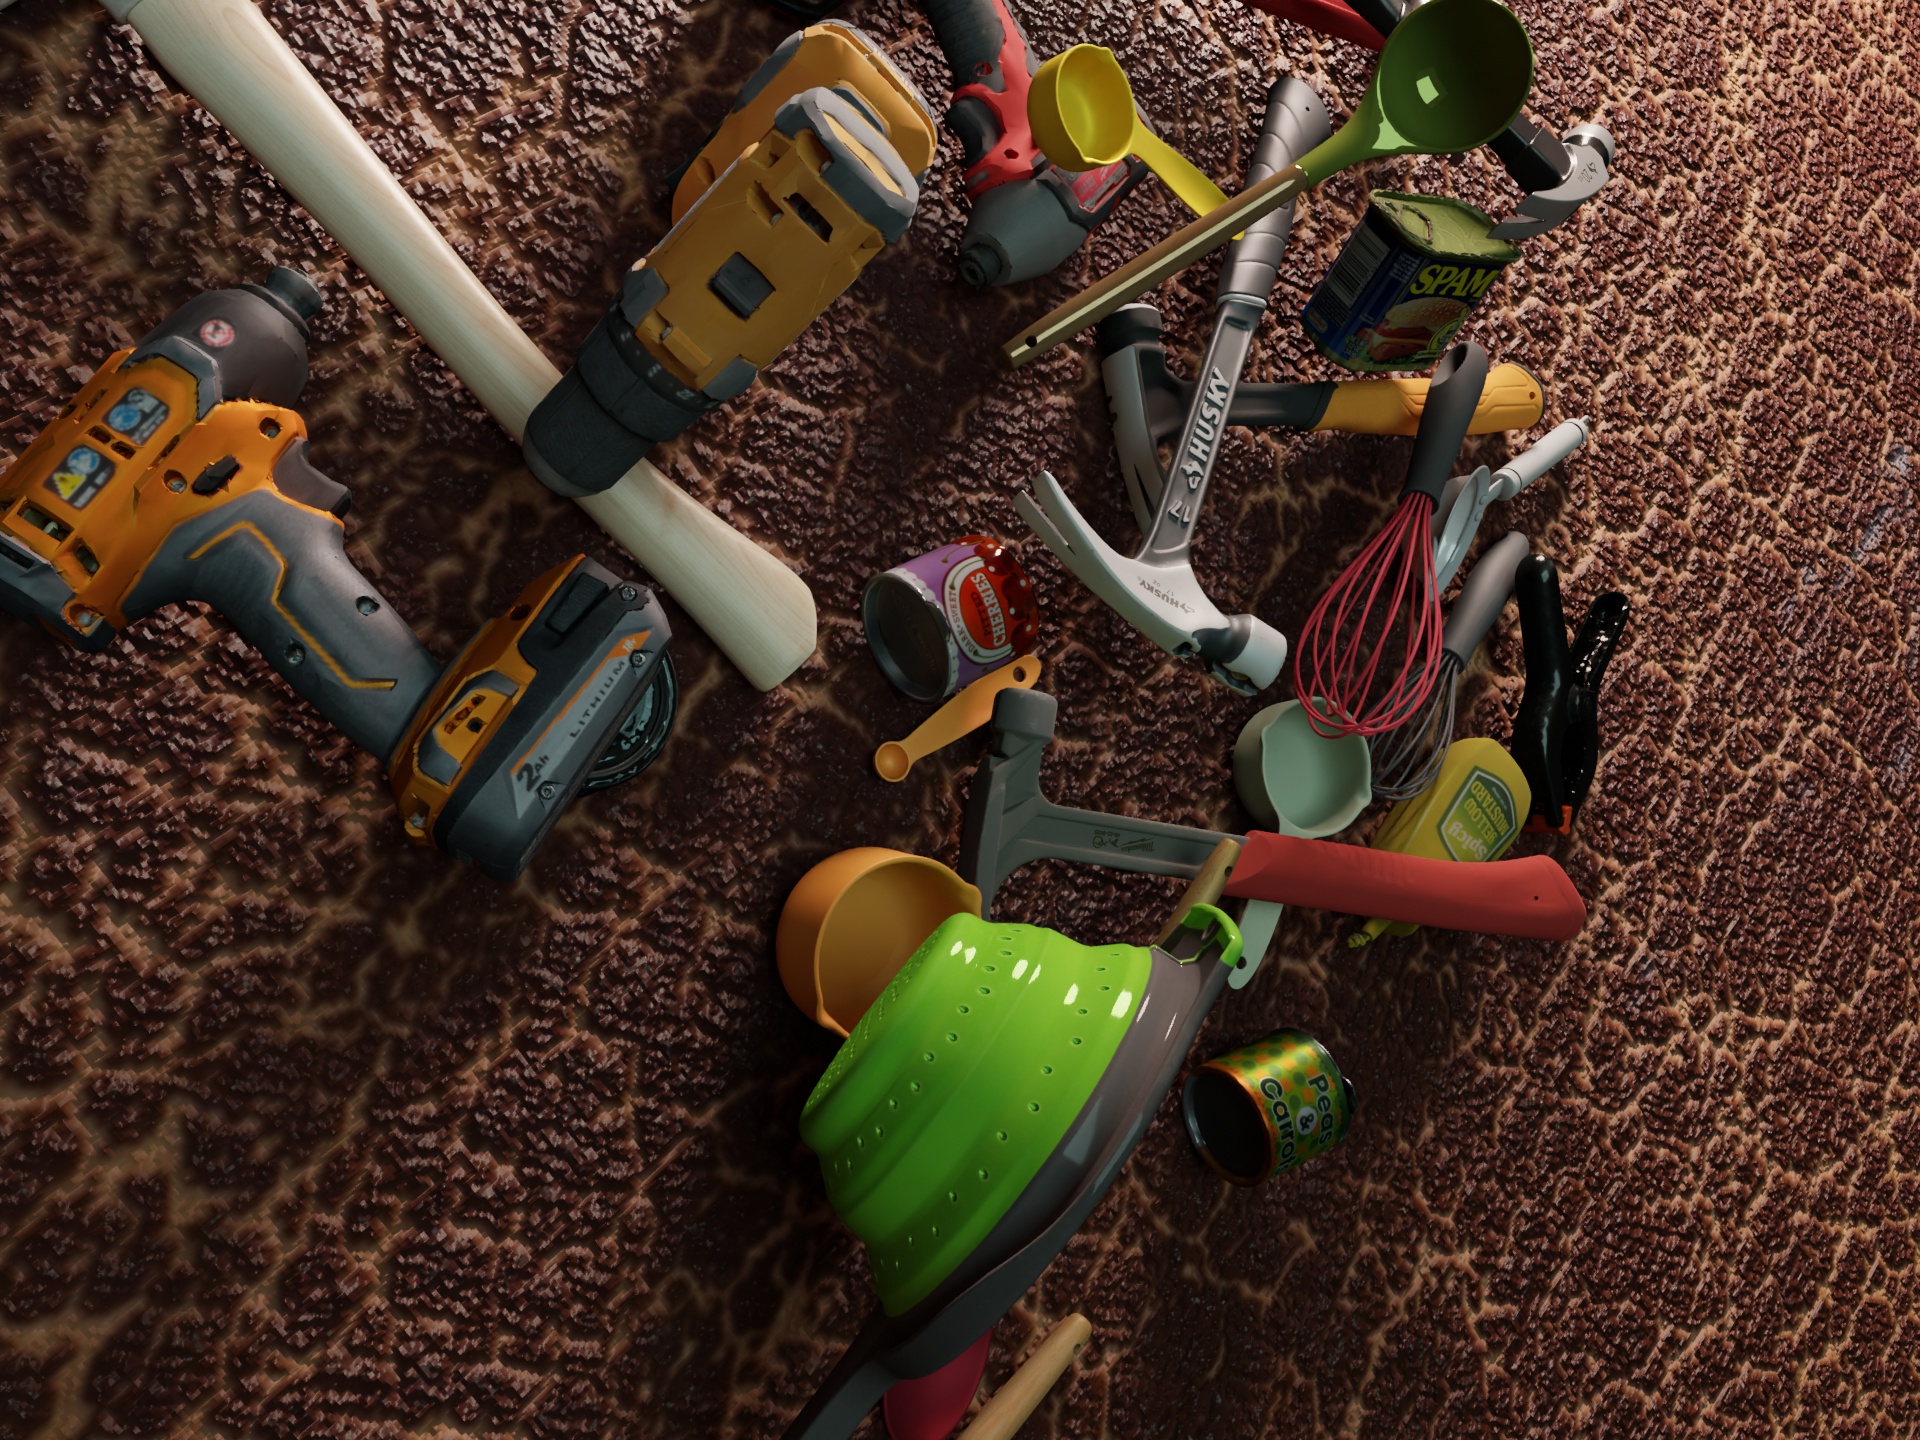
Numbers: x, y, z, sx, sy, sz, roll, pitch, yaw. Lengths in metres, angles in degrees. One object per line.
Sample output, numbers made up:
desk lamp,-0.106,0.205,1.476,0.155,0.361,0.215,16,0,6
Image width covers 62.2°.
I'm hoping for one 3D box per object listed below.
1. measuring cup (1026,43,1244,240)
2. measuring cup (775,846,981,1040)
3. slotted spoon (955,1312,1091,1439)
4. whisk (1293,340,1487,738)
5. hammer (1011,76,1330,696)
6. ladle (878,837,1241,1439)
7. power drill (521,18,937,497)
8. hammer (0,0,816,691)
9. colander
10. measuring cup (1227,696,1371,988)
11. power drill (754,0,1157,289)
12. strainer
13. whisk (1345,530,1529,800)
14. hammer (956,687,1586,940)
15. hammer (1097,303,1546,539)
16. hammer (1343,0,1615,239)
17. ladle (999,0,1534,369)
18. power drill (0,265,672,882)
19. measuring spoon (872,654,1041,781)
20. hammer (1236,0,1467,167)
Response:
measuring cup,0.091,-0.283,0.809,0.156,0.029,0.062,22,75,-43
measuring cup,-0.023,0.135,0.731,0.095,0.052,0.173,-37,116,-26
slotted spoon,-0.043,0.373,0.688,0.314,0.031,0.070,-38,131,-33
whisk,0.251,-0.107,0.886,0.073,0.073,0.296,38,59,-21
hammer,0.141,-0.211,0.849,0.149,0.036,0.409,30,57,-17
ladle,0.050,0.189,0.743,0.069,0.031,0.315,44,73,-42
power drill,-0.092,-0.192,0.658,0.084,0.185,0.226,42,25,-21
hammer,-0.216,-0.162,0.665,0.410,0.038,0.146,48,63,-17
colander,-0.047,0.210,0.632,0.094,0.204,0.397,37,90,0
measuring cup,0.168,0.066,0.865,0.083,0.038,0.168,30,75,-23
power drill,-0.004,-0.328,0.799,0.219,0.078,0.143,49,61,-19
strainer,0.334,-0.144,0.994,0.258,0.050,0.086,-33,142,-37
whisk,0.292,-0.038,0.948,0.055,0.055,0.239,48,57,-16
hammer,0.170,0.087,0.822,0.359,0.037,0.149,11,83,-20
hammer,0.229,-0.178,0.939,0.336,0.034,0.127,-8,86,-32
hammer,0.235,-0.407,0.904,0.334,0.035,0.146,43,48,-3
ladle,0.154,-0.266,0.803,0.320,0.062,0.078,-34,92,-11
power drill,-0.224,-0.060,0.593,0.226,0.084,0.164,33,71,-6
measuring spoon,-0.001,-0.003,0.788,0.117,0.011,0.021,-35,100,-34
hammer,0.145,-0.422,0.907,0.386,0.038,0.143,5,62,-29
